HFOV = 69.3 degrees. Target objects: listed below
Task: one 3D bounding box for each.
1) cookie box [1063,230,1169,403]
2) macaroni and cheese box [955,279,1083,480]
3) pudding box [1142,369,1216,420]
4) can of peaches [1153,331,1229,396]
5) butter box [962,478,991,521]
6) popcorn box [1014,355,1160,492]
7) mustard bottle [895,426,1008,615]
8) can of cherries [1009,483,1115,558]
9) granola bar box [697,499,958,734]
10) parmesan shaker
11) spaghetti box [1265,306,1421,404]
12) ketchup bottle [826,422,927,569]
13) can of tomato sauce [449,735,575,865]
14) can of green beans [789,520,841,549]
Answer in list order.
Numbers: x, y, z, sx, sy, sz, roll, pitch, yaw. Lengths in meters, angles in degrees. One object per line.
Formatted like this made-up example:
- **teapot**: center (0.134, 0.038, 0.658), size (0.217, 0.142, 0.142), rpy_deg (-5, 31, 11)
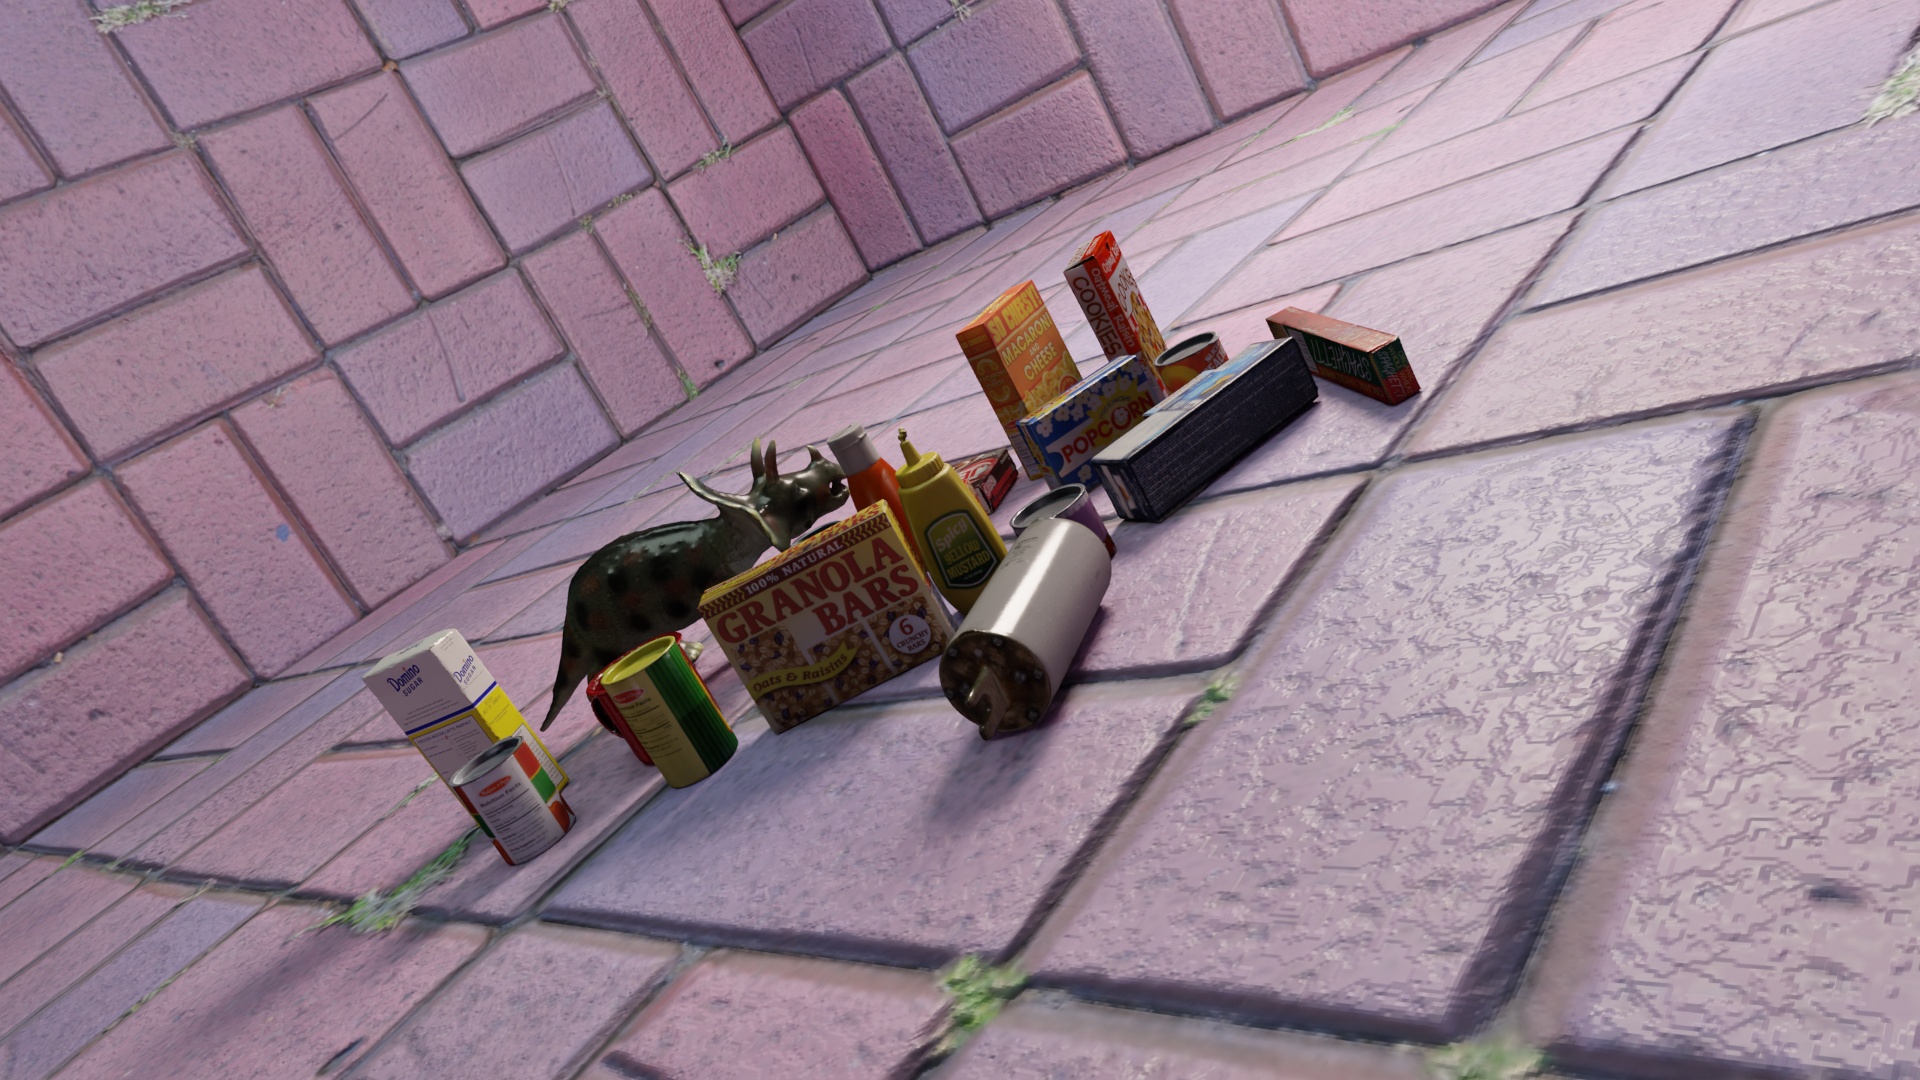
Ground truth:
- **cookie box**: center (0.167, -0.226, 1.425), size (0.040, 0.167, 0.123), rpy_deg (-23, 17, 21)
- **macaroni and cheese box**: center (0.071, -0.162, 1.395), size (0.040, 0.166, 0.124), rpy_deg (-17, 20, 36)
- **pudding box**: center (0.206, -0.111, 1.223), size (0.084, 0.049, 0.030), rpy_deg (-36, 17, -24)
- **can of peaches**: center (0.227, -0.158, 1.317), size (0.071, 0.058, 0.071), rpy_deg (-27, 16, 8)
- **butter box**: center (0.005, -0.016, 1.267), size (0.024, 0.053, 0.104), rpy_deg (-25, 16, 13)
- **popcorn box**: center (0.124, -0.103, 1.274), size (0.127, 0.085, 0.038), rpy_deg (-34, 16, -16)
- **mustard bottle**: center (-0.014, -0.019, 1.115), size (0.065, 0.160, 0.049), rpy_deg (-29, 16, 1)
- **can of cherries**: center (0.080, -0.002, 1.090), size (0.071, 0.058, 0.072), rpy_deg (-27, 16, 8)
- **granola bar box**: center (-0.102, 0.060, 1.086), size (0.165, 0.124, 0.039), rpy_deg (-27, 16, 7)
- **parmesan shaker**: center (-0.232, 0.137, 1.108), size (0.071, 0.103, 0.071), rpy_deg (-27, 16, 8)
- **spaghetti box**: center (0.321, -0.161, 1.184), size (0.029, 0.050, 0.251), rpy_deg (-29, 16, 1)
- **ketchup bottle**: center (-0.072, -0.038, 1.288), size (0.043, 0.148, 0.065), rpy_deg (-17, 20, 37)
- **can of tomato sauce**: center (-0.366, 0.212, 1.140), size (0.071, 0.083, 0.071), rpy_deg (-27, 16, 8)
- **can of green beans**: center (-0.132, 0.022, 1.372), size (0.071, 0.057, 0.071), rpy_deg (-27, 16, 8)
